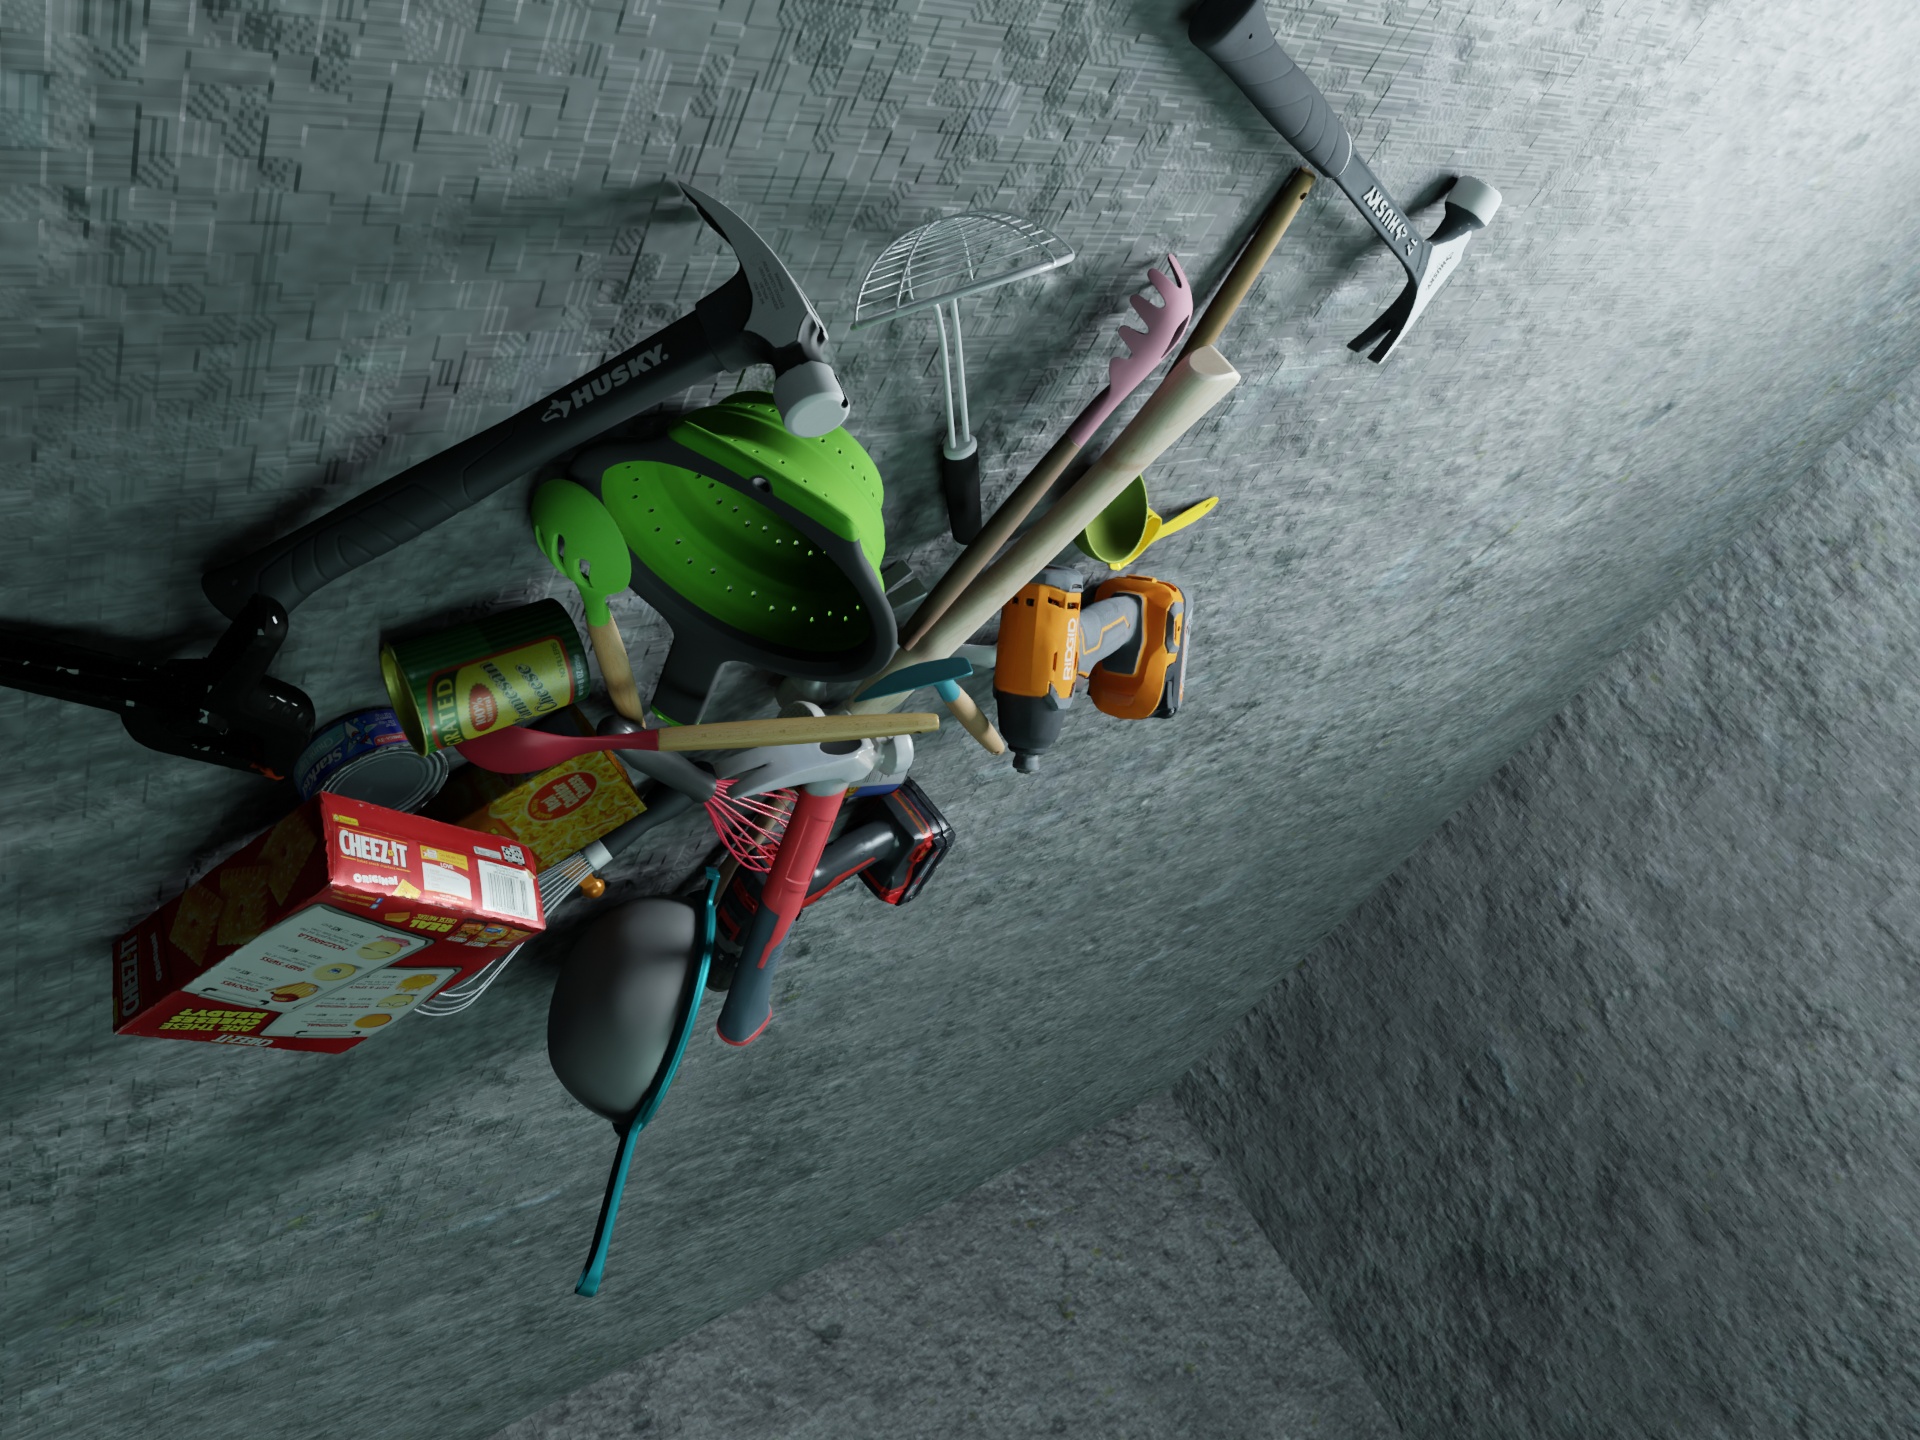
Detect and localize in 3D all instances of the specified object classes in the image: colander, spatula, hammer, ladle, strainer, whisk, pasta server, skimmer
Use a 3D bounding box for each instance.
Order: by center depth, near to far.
[{"bbox_3d":[-0.224,-0.134,0.771,0.335,0.146,0.035,-26,157,8],"label":"hammer"},{"bbox_3d":[-0.134,-0.091,0.971,0.094,0.204,0.397,-63,-174,-25],"label":"colander"},{"bbox_3d":[0.006,-0.182,0.986,0.127,0.090,0.363,-20,156,-6],"label":"skimmer"},{"bbox_3d":[0.244,-0.353,1.025,0.408,0.036,0.149,13,112,-56],"label":"hammer"},{"bbox_3d":[-0.170,0.010,1.032,0.315,0.031,0.069,-3,164,-9],"label":"ladle"},{"bbox_3d":[0.052,-0.173,1.070,0.316,0.040,0.060,-49,174,16],"label":"pasta server"},{"bbox_3d":[0.166,-0.243,1.134,0.078,0.062,0.320,-14,146,-44],"label":"ladle"},{"bbox_3d":[0.044,-0.110,1.154,0.410,0.038,0.146,-43,157,18],"label":"hammer"},{"bbox_3d":[-0.182,0.056,1.178,0.073,0.073,0.295,-37,150,6],"label":"whisk"},{"bbox_3d":[-0.300,0.119,1.190,0.284,0.070,0.070,-38,158,-16],"label":"whisk"},{"bbox_3d":[-0.002,-0.004,1.198,0.082,0.044,0.317,-14,164,9],"label":"spatula"},{"bbox_3d":[-0.152,0.144,1.225,0.143,0.038,0.386,-12,145,-31],"label":"hammer"},{"bbox_3d":[-0.292,0.280,1.276,0.095,0.341,0.211,22,142,-18],"label":"strainer"},{"bbox_3d":[0.026,-0.058,1.323,0.144,0.035,0.405,-47,154,26],"label":"hammer"},{"bbox_3d":[-0.229,0.166,1.410,0.018,0.060,0.315,27,119,-22],"label":"spatula"}]

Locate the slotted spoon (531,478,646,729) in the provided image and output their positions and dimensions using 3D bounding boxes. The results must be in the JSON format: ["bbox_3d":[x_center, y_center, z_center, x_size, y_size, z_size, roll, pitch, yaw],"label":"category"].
[{"bbox_3d":[-0.220,-0.052,0.991,0.031,0.070,0.313,-52,169,-21],"label":"slotted spoon"}]

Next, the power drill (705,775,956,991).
[{"bbox_3d":[-0.130,0.154,1.432,0.226,0.080,0.187,-23,155,-41],"label":"power drill"}]

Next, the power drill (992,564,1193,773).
[{"bbox_3d":[0.104,-0.044,1.306,0.226,0.084,0.164,-5,103,-55],"label":"power drill"}]

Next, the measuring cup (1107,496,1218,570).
[{"bbox_3d":[0.164,-0.169,1.322,0.156,0.029,0.062,-29,158,-44],"label":"measuring cup"}]

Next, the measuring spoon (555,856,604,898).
[{"bbox_3d":[-0.303,0.119,1.249,0.021,0.011,0.116,-32,156,-8],"label":"measuring spoon"}]
